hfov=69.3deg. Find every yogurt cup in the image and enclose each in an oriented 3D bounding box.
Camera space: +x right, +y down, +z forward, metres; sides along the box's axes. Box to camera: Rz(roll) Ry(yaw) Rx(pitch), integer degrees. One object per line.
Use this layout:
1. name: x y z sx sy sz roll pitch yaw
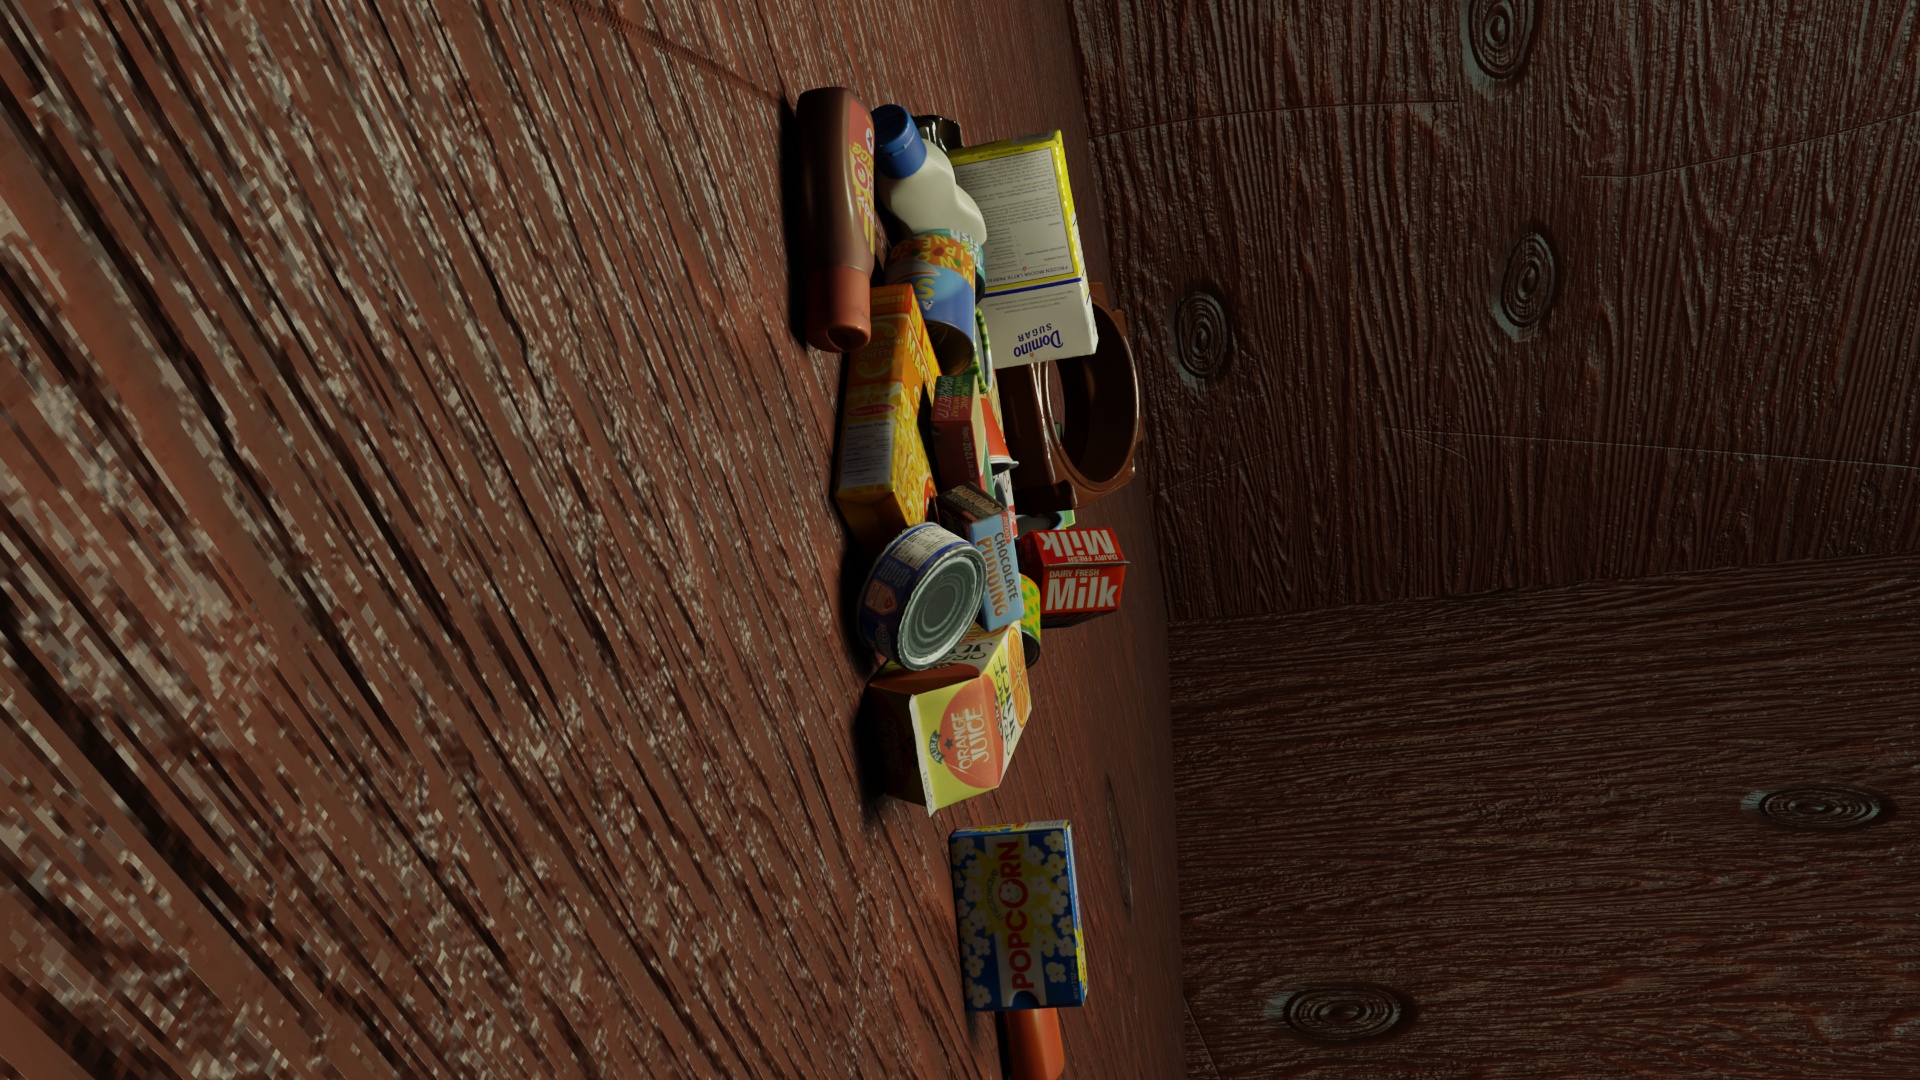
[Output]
1. yogurt cup: 0.001 -0.075 1.048 0.072 0.072 0.054 22 54 -77

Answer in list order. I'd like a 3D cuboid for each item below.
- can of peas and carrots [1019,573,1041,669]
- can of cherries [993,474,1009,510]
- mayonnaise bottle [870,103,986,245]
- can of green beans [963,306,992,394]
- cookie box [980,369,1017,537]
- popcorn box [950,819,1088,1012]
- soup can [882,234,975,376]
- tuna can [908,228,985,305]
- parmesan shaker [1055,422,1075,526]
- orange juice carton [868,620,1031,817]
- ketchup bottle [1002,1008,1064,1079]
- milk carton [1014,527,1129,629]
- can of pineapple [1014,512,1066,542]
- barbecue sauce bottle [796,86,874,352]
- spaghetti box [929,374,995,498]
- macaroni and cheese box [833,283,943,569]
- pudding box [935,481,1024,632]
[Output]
1. can of peas and carrots: 0.031 0.067 1.109 0.070 0.071 0.059 71 17 -48
2. can of cherries: 0.004 -0.013 1.037 0.071 0.058 0.071 -9 92 -78
3. mayonnaise bottle: -0.030 -0.255 1.007 0.041 0.065 0.147 65 6 28
4. can of green beans: -0.011 -0.139 1.037 0.071 0.058 0.071 -8 92 -79
5. cookie box: 0.009 -0.077 1.145 0.123 0.040 0.167 -21 103 -78
6. popcorn box: 0.043 0.269 1.000 0.038 0.085 0.126 14 70 -79
7. soup can: -0.025 -0.163 0.968 0.071 0.071 0.084 68 18 -54
8. tuna can: -0.013 -0.200 1.028 0.071 0.071 0.033 62 22 -61
9. parmesan shaker: 0.074 -0.064 1.402 0.071 0.071 0.103 -41 123 -76
10. orange juice carton: -0.006 0.106 0.882 0.193 0.073 0.071 -47 130 -75
11. ketchup bottle: 0.052 0.352 1.104 0.065 0.043 0.148 -38 121 -78
12. milk carton: 0.085 0.033 1.202 0.190 0.072 0.073 140 -53 -76
13. can of pineapple: 0.072 0.009 1.342 0.071 0.071 0.057 -75 155 -62
14. barbecue sauce bottle: -0.071 -0.182 0.799 0.064 0.043 0.149 58 28 -68
15. spaghetti box: 0.011 -0.002 0.960 0.050 0.029 0.248 -84 168 -46
16. macaroni and cheese box: -0.041 -0.062 0.891 0.123 0.040 0.167 70 18 -53
17. pudding box: 0.013 0.011 0.885 0.050 0.030 0.083 38 -36 51
